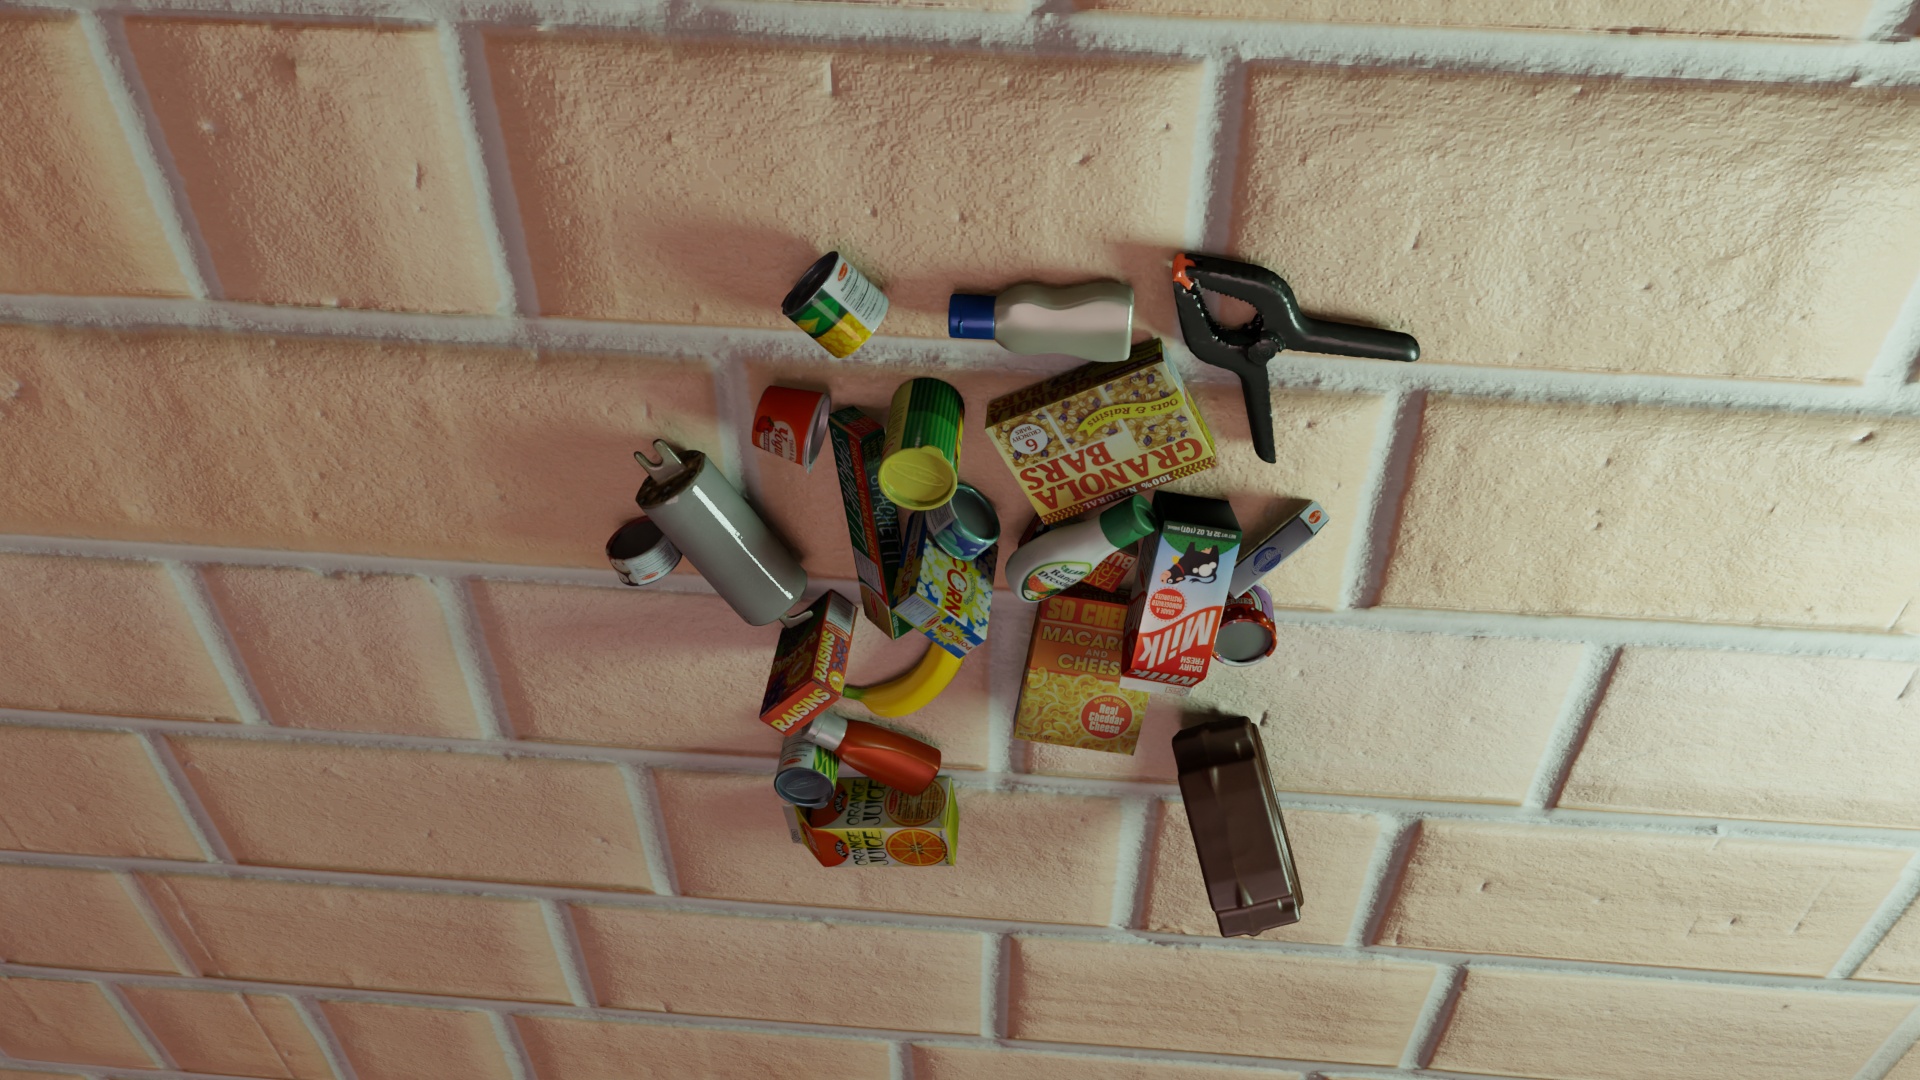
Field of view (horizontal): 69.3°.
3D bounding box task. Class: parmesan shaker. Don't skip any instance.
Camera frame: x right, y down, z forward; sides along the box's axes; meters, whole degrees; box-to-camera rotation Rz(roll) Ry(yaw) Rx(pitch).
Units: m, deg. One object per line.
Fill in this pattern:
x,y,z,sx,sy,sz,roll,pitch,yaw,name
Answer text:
-0.030,-0.085,1.180,0.071,0.103,0.071,3,132,3,parmesan shaker

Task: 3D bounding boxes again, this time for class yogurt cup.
-0.147,-0.102,1.206,0.054,0.073,0.072,16,131,3,yogurt cup

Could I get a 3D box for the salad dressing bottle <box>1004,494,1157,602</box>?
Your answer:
0.108,0.006,1.245,0.147,0.044,0.064,-31,140,33,salad dressing bottle

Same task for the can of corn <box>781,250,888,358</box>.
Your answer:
-0.102,-0.189,1.123,0.071,0.071,0.058,-34,120,30,can of corn

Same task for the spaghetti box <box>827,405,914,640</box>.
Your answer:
-0.080,-0.012,1.283,0.029,0.050,0.248,-31,136,-26,spaghetti box

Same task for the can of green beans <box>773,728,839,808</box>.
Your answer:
-0.166,0.247,1.515,0.071,0.058,0.071,3,131,3,can of green beans

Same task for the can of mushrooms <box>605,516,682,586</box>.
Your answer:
-0.301,0.008,1.317,0.071,0.071,0.033,-10,129,14,can of mushrooms

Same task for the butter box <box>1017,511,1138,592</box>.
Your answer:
0.110,0.009,1.301,0.103,0.024,0.052,20,131,-12,butter box

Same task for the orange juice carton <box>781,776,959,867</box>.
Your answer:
-0.102,0.317,1.559,0.193,0.073,0.071,-3,131,8,orange juice carton

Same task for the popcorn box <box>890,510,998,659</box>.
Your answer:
-0.013,0.033,1.266,0.085,0.127,0.038,37,127,-24,popcorn box

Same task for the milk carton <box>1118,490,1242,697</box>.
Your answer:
0.196,0.058,1.268,0.072,0.074,0.189,9,114,-3,milk carton

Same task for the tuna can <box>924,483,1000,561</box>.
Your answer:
0.005,-0.016,1.263,0.071,0.071,0.032,35,125,-23,tuna can

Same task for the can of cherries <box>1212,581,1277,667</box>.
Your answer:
0.265,0.076,1.322,0.071,0.059,0.071,3,132,3,can of cherries

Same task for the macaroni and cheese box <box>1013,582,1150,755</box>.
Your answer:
0.126,0.124,1.362,0.124,0.040,0.165,9,115,-4,macaroni and cheese box

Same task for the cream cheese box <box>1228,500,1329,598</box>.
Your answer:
0.286,0.009,1.263,0.024,0.053,0.103,50,124,7,cream cheese box

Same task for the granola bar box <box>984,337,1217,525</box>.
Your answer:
0.122,-0.092,1.202,0.165,0.039,0.123,-19,127,21,granola bar box

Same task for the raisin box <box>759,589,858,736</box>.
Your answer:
-0.147,0.119,1.357,0.040,0.124,0.085,37,125,-24,raisin box

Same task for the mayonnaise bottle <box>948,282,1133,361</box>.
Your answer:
0.065,-0.180,1.131,0.148,0.041,0.064,3,130,4,mayonnaise bottle

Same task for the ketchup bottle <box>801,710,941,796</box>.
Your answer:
-0.098,0.225,1.498,0.149,0.044,0.064,26,128,-16,ketchup bottle
